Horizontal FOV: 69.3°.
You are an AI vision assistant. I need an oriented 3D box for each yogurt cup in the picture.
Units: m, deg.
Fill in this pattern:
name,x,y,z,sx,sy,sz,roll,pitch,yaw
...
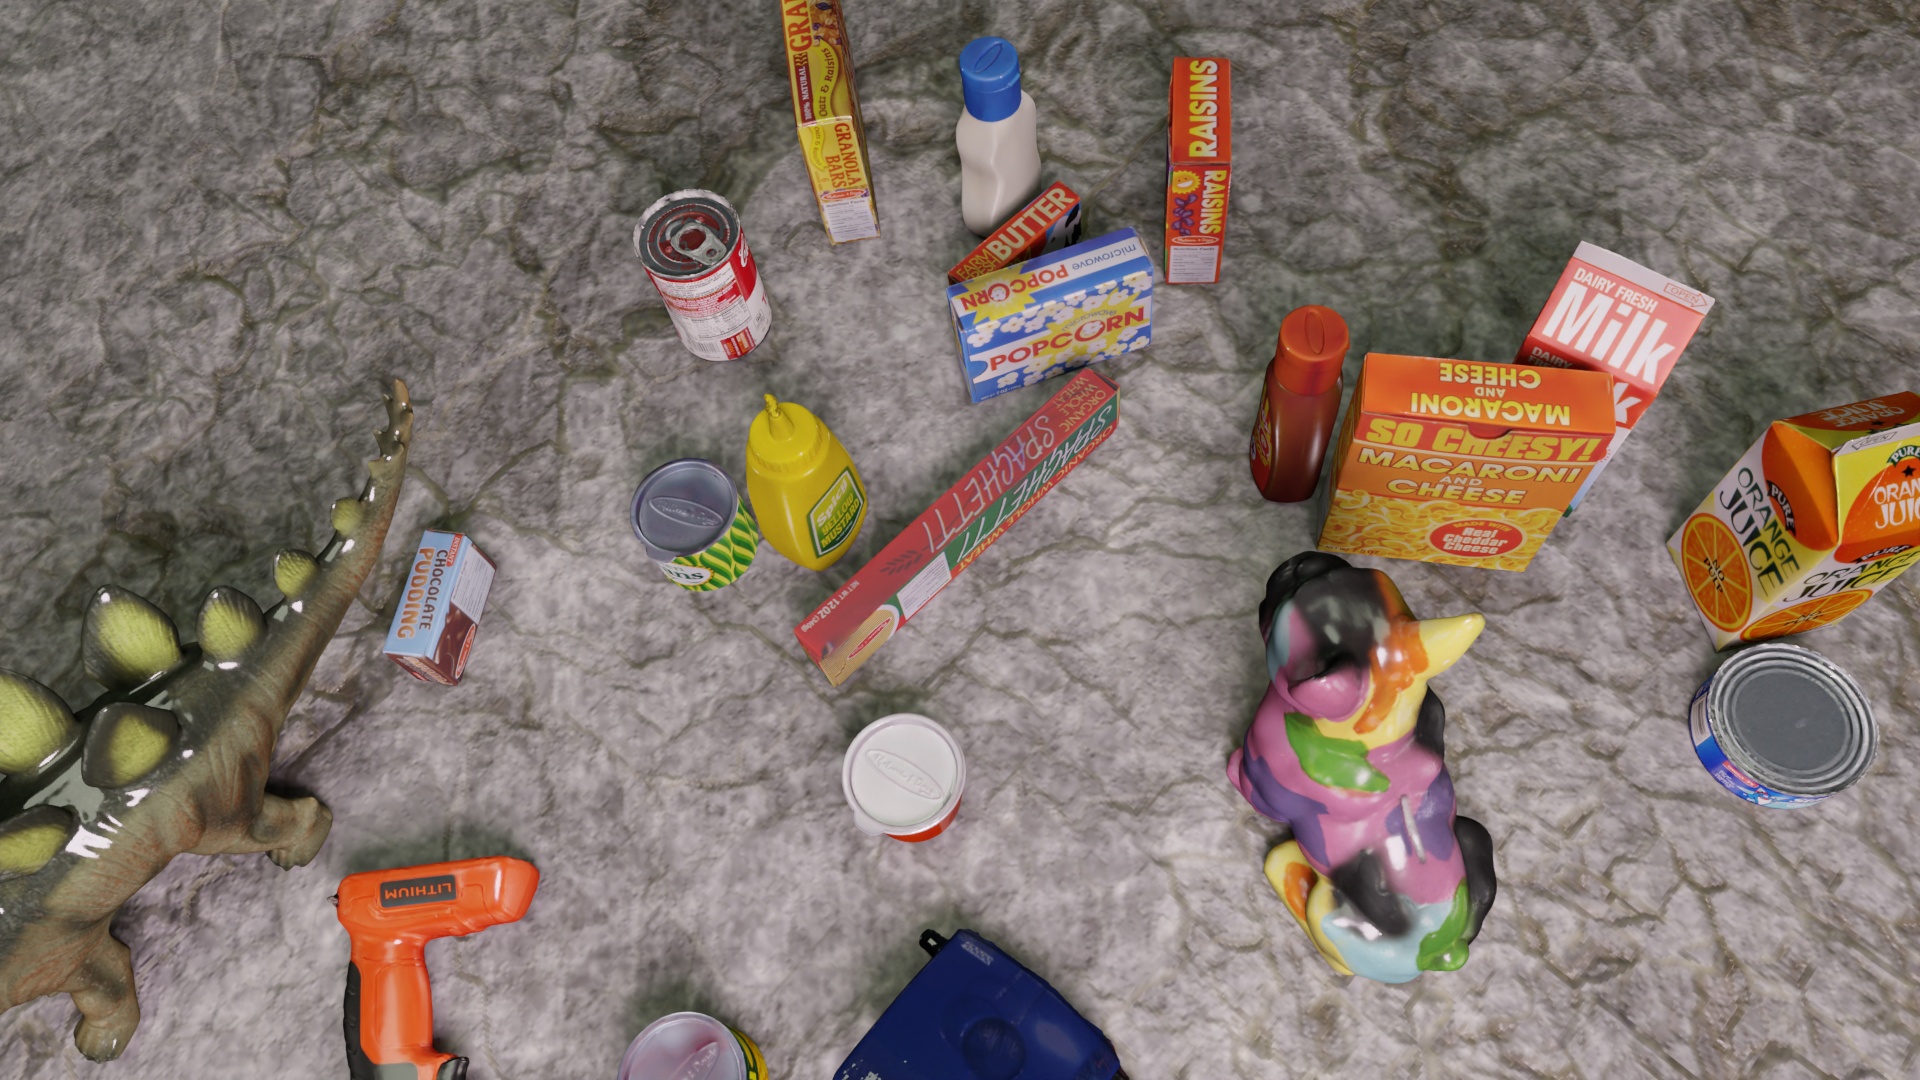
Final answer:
name,x,y,z,sx,sy,sz,roll,pitch,yaw
yogurt cup,-0.029,0.136,0.776,0.072,0.053,0.072,-2,65,5

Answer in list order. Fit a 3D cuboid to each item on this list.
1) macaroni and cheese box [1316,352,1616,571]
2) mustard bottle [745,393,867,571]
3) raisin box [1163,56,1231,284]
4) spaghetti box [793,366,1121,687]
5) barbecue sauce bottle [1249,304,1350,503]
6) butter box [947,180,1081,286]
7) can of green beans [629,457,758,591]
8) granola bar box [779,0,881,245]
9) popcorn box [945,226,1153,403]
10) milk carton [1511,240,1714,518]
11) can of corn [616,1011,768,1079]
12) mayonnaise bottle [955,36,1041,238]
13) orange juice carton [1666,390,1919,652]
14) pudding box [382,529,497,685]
name,x,y,z,sx,sy,sz,roll,pitch,yaw
macaroni and cheese box,0.271,-0.038,0.767,0.124,0.165,0.040,6,66,9
mustard bottle,-0.094,-0.038,0.806,0.049,0.159,0.065,30,72,18
raisin box,0.152,-0.236,0.897,0.040,0.123,0.086,2,65,7
spaghetti box,0.003,-0.011,0.845,0.251,0.050,0.029,-43,68,-14
barbecue sauce bottle,0.196,-0.080,0.804,0.044,0.148,0.065,-2,65,5
butter box,0.038,-0.188,0.924,0.104,0.053,0.024,-42,68,-14
can of green beans,-0.163,-0.009,0.856,0.071,0.057,0.071,-2,65,5
granola bar box,-0.092,-0.307,0.954,0.039,0.123,0.166,-10,64,1
popcorn box,0.058,-0.142,0.882,0.127,0.085,0.038,-19,65,-3
milk carton,0.349,-0.095,0.773,0.072,0.189,0.073,30,71,18
can of corn,-0.134,0.282,0.714,0.071,0.058,0.071,-2,65,5
mayonnaise bottle,0.024,-0.263,0.909,0.041,0.147,0.065,30,71,18
orange juice carton,0.449,-0.014,0.723,0.072,0.192,0.073,-12,64,0
pudding box,-0.318,0.041,0.852,0.030,0.049,0.084,5,65,8
